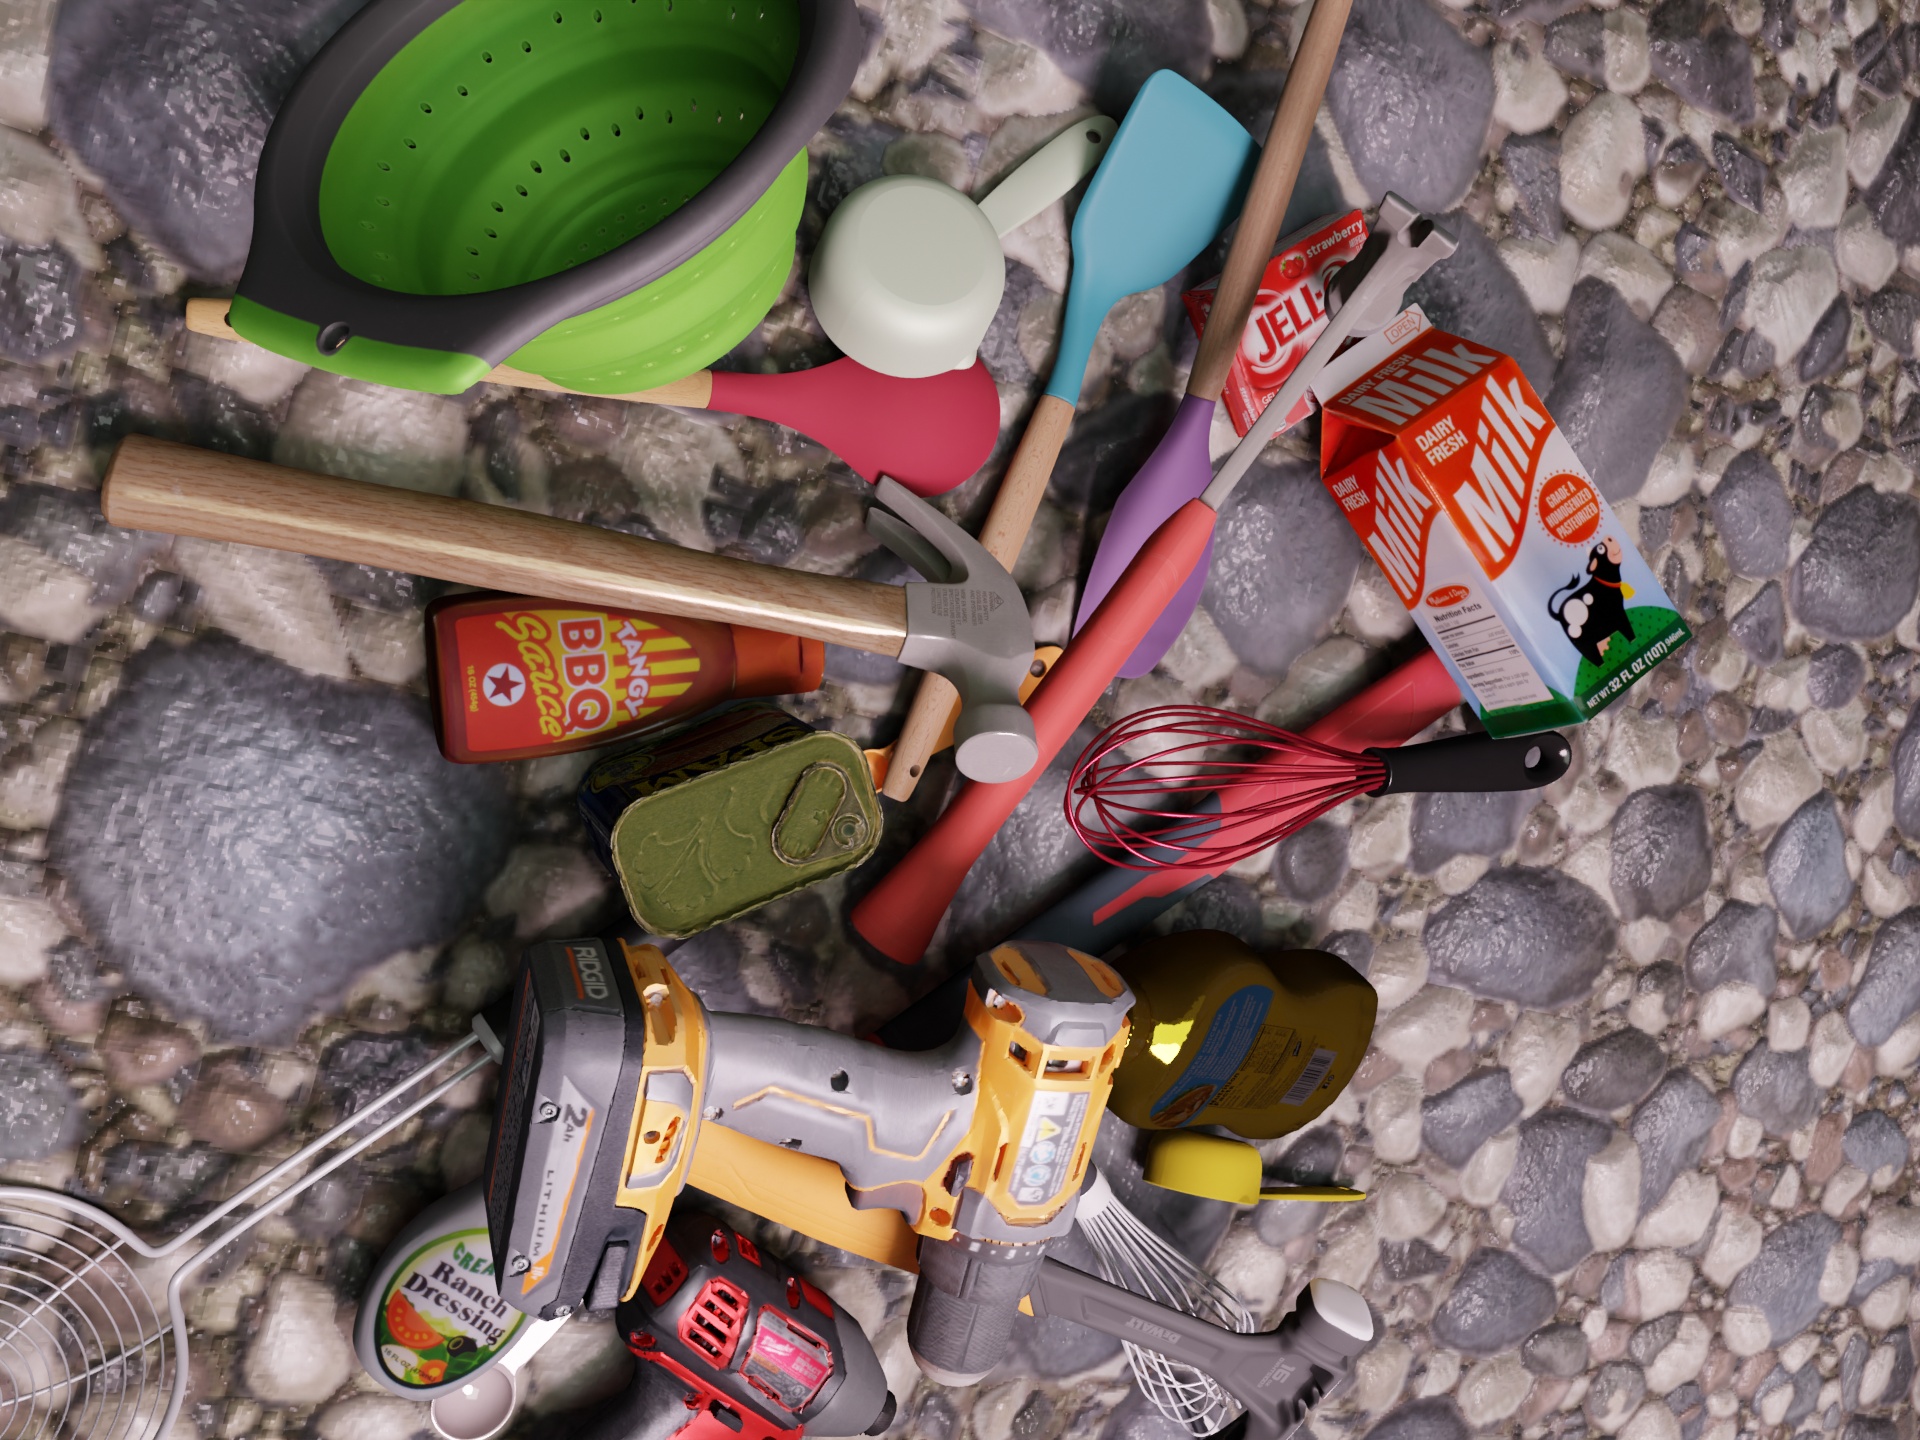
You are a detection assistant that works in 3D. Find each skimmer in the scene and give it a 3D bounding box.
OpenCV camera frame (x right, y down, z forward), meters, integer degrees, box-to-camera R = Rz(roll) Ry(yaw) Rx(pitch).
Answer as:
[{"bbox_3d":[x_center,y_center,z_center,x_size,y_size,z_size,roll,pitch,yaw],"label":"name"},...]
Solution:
[{"bbox_3d":[-0.228,0.150,0.582,0.363,0.090,0.127,-34,78,-18],"label":"skimmer"}]

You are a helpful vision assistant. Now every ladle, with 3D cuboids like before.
[{"bbox_3d":[-0.123,-0.132,0.611,0.315,0.031,0.069,3,101,-24],"label":"ladle"}]

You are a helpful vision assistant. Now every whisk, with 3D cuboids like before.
[{"bbox_3d":[0.173,0.024,0.722,0.295,0.073,0.073,-3,102,-29],"label":"whisk"},{"bbox_3d":[0.072,0.238,0.739,0.070,0.070,0.284,-39,119,-13],"label":"whisk"}]

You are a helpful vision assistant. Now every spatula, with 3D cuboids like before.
[{"bbox_3d":[0.114,-0.164,0.687,0.059,0.018,0.315,8,110,-25],"label":"spatula"},{"bbox_3d":[0.037,-0.111,0.674,0.082,0.044,0.317,24,88,-40],"label":"spatula"}]

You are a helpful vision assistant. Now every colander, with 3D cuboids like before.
[{"bbox_3d":[-0.084,-0.247,0.566,0.397,0.205,0.094,-61,152,-20],"label":"colander"}]

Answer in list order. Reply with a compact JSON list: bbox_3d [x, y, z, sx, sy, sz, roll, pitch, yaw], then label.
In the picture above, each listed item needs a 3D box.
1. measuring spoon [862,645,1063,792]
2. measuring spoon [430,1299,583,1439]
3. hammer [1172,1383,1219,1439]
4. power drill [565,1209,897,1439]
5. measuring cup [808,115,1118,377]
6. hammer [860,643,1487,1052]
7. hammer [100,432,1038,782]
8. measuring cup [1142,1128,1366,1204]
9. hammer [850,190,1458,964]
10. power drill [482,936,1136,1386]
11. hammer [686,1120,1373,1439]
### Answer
[{"bbox_3d":[-0.001,-0.002,0.703,0.117,0.011,0.021,-32,107,-20],"label":"measuring spoon"},{"bbox_3d":[-0.176,0.246,0.671,0.034,0.018,0.124,46,73,-23],"label":"measuring spoon"},{"bbox_3d":[-0.034,0.443,0.763,0.409,0.036,0.149,-9,103,-23],"label":"hammer"},{"bbox_3d":[-0.130,0.331,0.675,0.143,0.079,0.220,44,78,-26],"label":"power drill"},{"bbox_3d":[0.012,-0.206,0.640,0.167,0.038,0.083,-43,90,-19],"label":"measuring cup"},{"bbox_3d":[0.112,0.042,0.747,0.386,0.038,0.143,-32,111,-16],"label":"hammer"},{"bbox_3d":[-0.131,-0.059,0.587,0.331,0.130,0.031,10,137,-16],"label":"hammer"},{"bbox_3d":[0.156,0.226,0.804,0.156,0.062,0.029,15,79,-38],"label":"measuring cup"},{"bbox_3d":[0.070,-0.046,0.645,0.037,0.149,0.359,37,99,2],"label":"hammer"},{"bbox_3d":[-0.057,0.170,0.594,0.226,0.084,0.185,6,108,-24],"label":"power drill"},{"bbox_3d":[0.006,0.240,0.695,0.336,0.034,0.127,26,113,-11],"label":"hammer"}]
